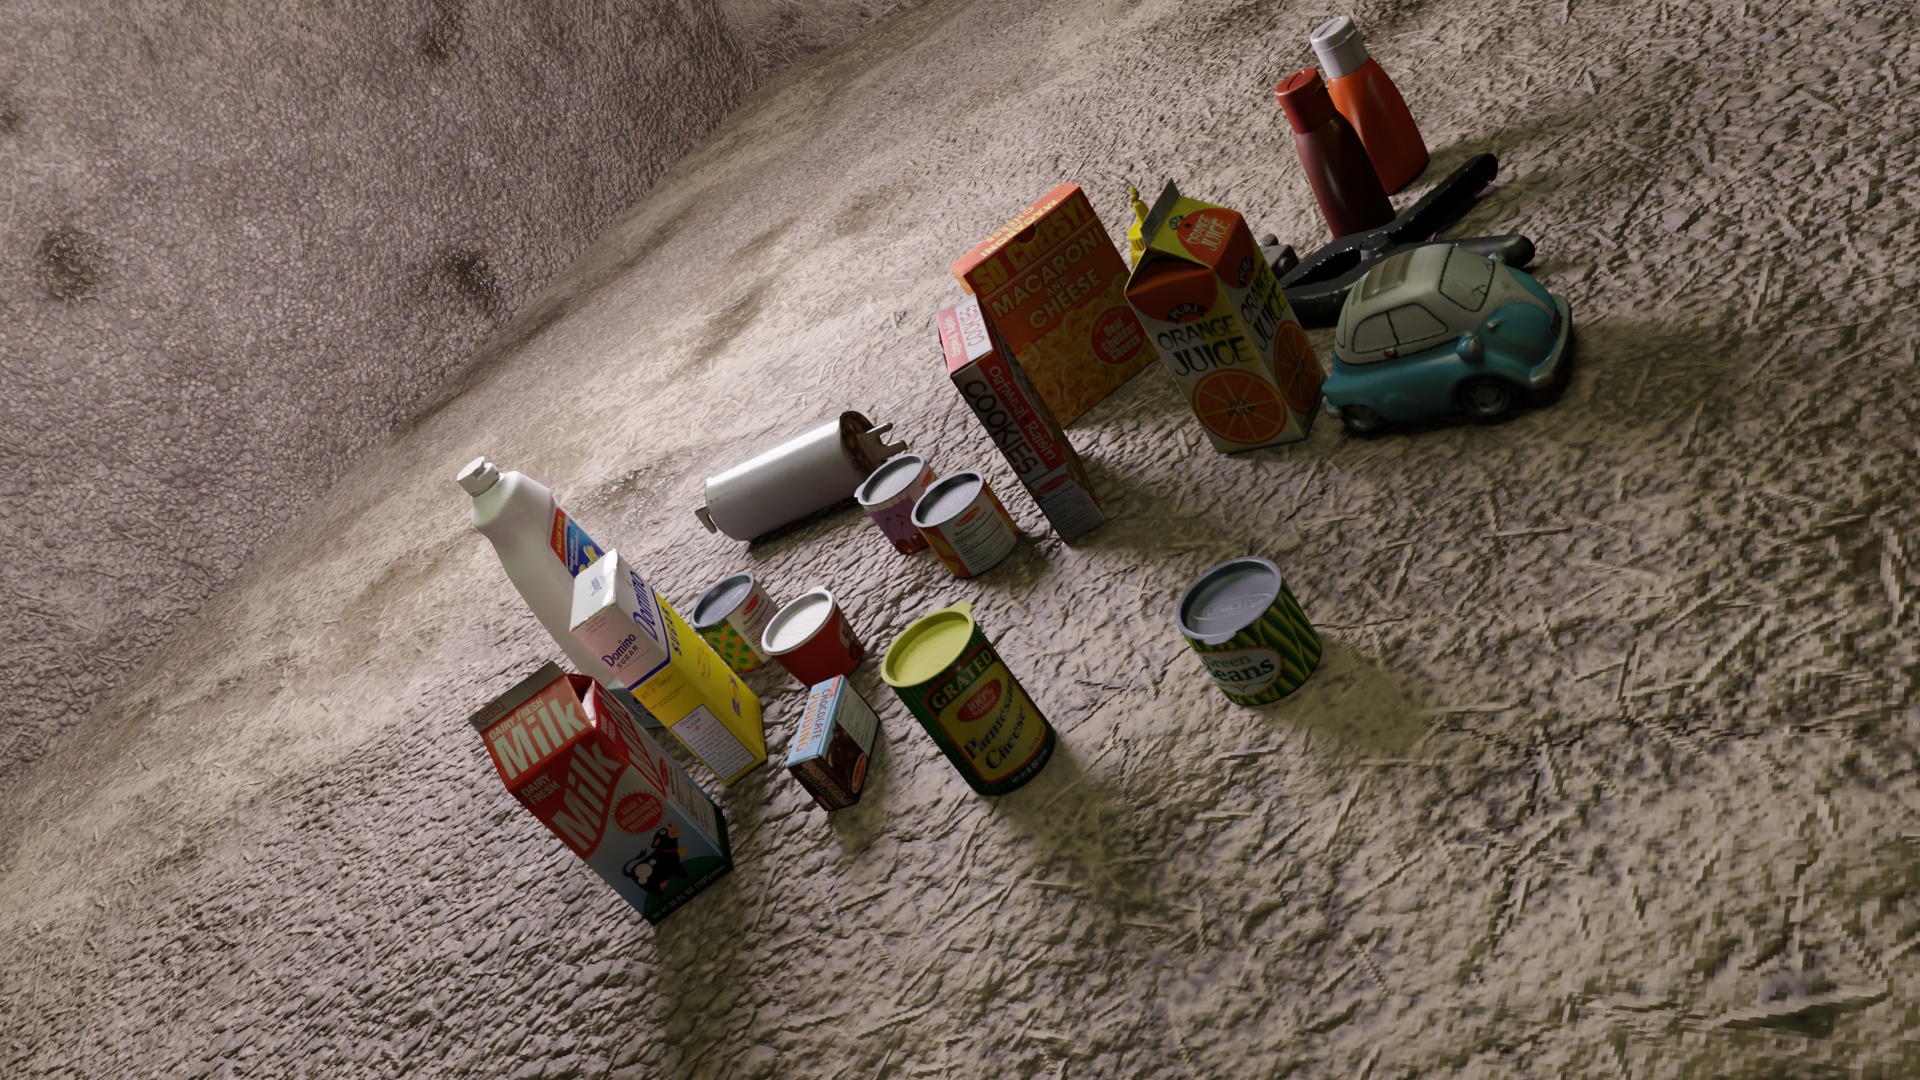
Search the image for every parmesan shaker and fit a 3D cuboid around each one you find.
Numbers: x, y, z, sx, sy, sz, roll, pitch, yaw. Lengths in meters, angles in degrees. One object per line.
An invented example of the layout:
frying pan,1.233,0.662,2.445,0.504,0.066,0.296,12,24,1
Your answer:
parmesan shaker,0.008,0.098,0.860,0.071,0.102,0.072,-27,28,16

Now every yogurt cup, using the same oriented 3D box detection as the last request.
yogurt cup,-0.112,0.080,1.080,0.072,0.053,0.073,-27,28,16

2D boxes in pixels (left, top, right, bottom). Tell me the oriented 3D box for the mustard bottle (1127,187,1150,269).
mustard bottle,0.172,-0.211,1.105,0.065,0.159,0.049,-37,27,-3

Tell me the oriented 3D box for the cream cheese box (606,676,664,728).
cream cheese box,-0.242,0.128,1.152,0.103,0.053,0.024,-11,36,39

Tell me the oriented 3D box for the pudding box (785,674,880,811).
pudding box,-0.087,0.139,0.962,0.030,0.049,0.084,-23,30,24

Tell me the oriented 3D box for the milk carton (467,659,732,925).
milk carton,-0.243,0.165,0.945,0.072,0.190,0.074,-35,27,1

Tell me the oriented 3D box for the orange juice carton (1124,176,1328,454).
orange juice carton,0.181,-0.158,0.976,0.073,0.192,0.072,-10,36,40

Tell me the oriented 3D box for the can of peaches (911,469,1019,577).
can of peaches,0.004,-0.014,1.093,0.071,0.058,0.071,-27,28,16

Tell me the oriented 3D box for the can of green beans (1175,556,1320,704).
can of green beans,0.167,0.052,0.803,0.071,0.057,0.071,-27,28,16

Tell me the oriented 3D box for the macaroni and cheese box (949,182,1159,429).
macaroni and cheese box,0.087,-0.197,1.172,0.124,0.166,0.040,-38,27,-4

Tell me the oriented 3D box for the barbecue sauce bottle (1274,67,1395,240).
barbecue sauce bottle,0.303,-0.309,1.125,0.043,0.148,0.065,-5,40,45

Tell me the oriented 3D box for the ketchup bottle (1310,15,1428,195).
ketchup bottle,0.343,-0.368,1.174,0.065,0.148,0.043,-44,28,-16

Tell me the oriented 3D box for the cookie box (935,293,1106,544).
cookie box,0.043,-0.094,1.056,0.040,0.167,0.123,-31,27,10

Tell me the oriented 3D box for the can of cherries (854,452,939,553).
can of cherries,-0.045,-0.031,1.177,0.071,0.058,0.072,-27,28,16

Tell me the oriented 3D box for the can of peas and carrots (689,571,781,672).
can of peas and carrots,-0.187,0.069,1.177,0.071,0.058,0.071,-27,28,16
